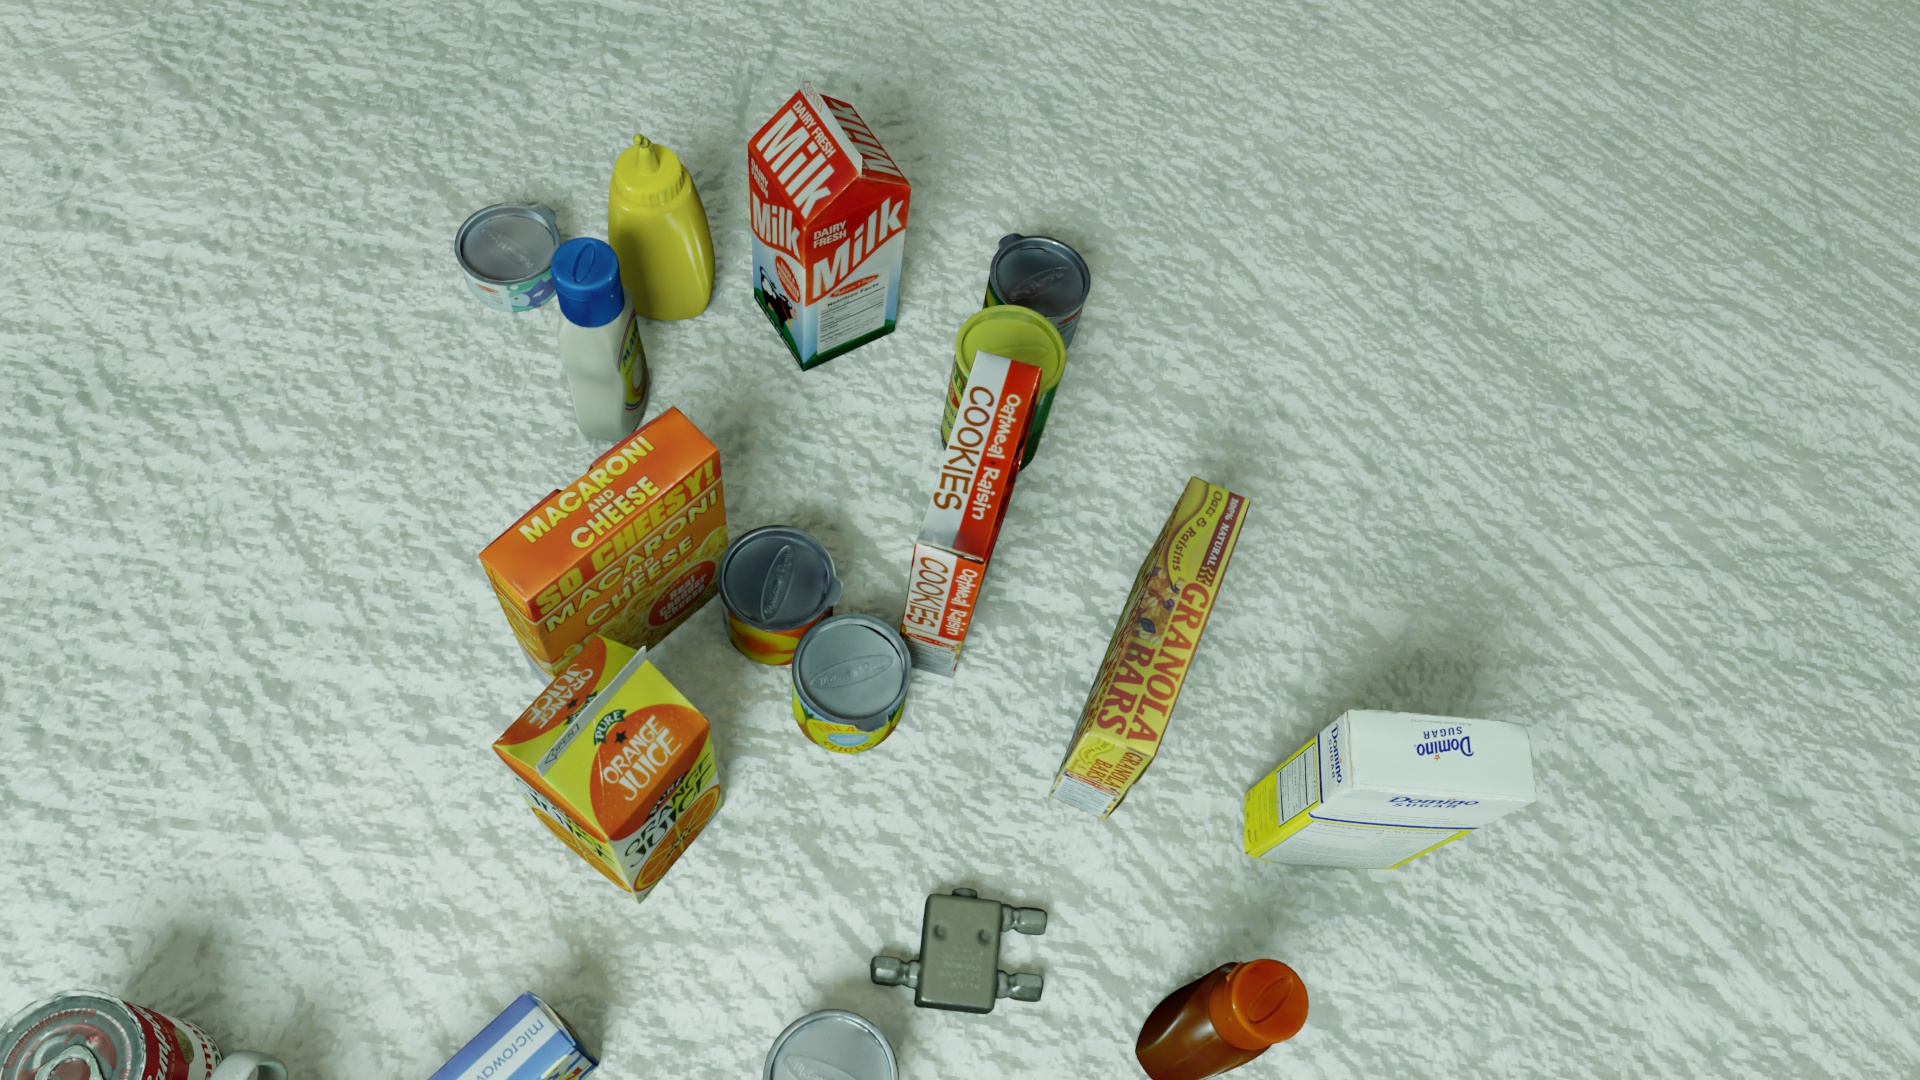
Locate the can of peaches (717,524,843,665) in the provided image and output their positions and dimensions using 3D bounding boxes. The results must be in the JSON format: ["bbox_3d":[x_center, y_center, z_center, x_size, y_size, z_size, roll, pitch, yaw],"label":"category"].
[{"bbox_3d":[-0.104,0.034,0.808,0.071,0.057,0.071,3,64,-6],"label":"can of peaches"}]

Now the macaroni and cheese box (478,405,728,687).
[{"bbox_3d":[-0.184,0.015,0.746,0.040,0.165,0.124,42,66,13],"label":"macaroni and cheese box"}]

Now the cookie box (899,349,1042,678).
[{"bbox_3d":[0.003,-0.010,0.782,0.040,0.166,0.123,16,63,1],"label":"cookie box"}]

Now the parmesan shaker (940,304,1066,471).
[{"bbox_3d":[0.025,-0.087,0.858,0.071,0.102,0.071,3,64,-6],"label":"parmesan shaker"}]

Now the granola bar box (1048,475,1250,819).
[{"bbox_3d":[0.106,0.063,0.783,0.039,0.123,0.166,23,63,5],"label":"granola bar box"}]

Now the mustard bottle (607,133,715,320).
[{"bbox_3d":[-0.186,-0.197,0.854,0.065,0.159,0.049,2,64,-6],"label":"mustard bottle"}]

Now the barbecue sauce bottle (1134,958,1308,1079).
[{"bbox_3d":[0.130,0.236,0.686,0.065,0.148,0.044,-37,74,-22],"label":"barbecue sauce bottle"}]

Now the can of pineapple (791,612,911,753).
[{"bbox_3d":[-0.063,0.084,0.788,0.071,0.057,0.071,3,64,-6],"label":"can of pineapple"}]

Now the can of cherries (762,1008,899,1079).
[{"bbox_3d":[-0.067,0.274,0.693,0.071,0.058,0.072,3,64,-6],"label":"can of cherries"}]

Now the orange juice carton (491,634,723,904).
[{"bbox_3d":[-0.170,0.112,0.685,0.073,0.191,0.072,35,65,10],"label":"orange juice carton"}]

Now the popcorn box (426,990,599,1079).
[{"bbox_3d":[-0.235,0.276,0.655,0.038,0.085,0.127,43,66,13],"label":"popcorn box"}]

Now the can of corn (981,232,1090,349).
[{"bbox_3d":[0.047,-0.160,0.923,0.071,0.058,0.071,3,64,-6],"label":"can of corn"}]

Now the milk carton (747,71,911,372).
[{"bbox_3d":[-0.081,-0.194,0.849,0.074,0.189,0.072,-27,70,-18],"label":"milk carton"}]

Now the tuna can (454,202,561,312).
[{"bbox_3d":[-0.291,-0.186,0.907,0.071,0.032,0.071,3,64,-6],"label":"tuna can"}]

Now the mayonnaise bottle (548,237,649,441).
[{"bbox_3d":[-0.212,-0.119,0.819,0.041,0.147,0.065,11,63,-2],"label":"mayonnaise bottle"}]
